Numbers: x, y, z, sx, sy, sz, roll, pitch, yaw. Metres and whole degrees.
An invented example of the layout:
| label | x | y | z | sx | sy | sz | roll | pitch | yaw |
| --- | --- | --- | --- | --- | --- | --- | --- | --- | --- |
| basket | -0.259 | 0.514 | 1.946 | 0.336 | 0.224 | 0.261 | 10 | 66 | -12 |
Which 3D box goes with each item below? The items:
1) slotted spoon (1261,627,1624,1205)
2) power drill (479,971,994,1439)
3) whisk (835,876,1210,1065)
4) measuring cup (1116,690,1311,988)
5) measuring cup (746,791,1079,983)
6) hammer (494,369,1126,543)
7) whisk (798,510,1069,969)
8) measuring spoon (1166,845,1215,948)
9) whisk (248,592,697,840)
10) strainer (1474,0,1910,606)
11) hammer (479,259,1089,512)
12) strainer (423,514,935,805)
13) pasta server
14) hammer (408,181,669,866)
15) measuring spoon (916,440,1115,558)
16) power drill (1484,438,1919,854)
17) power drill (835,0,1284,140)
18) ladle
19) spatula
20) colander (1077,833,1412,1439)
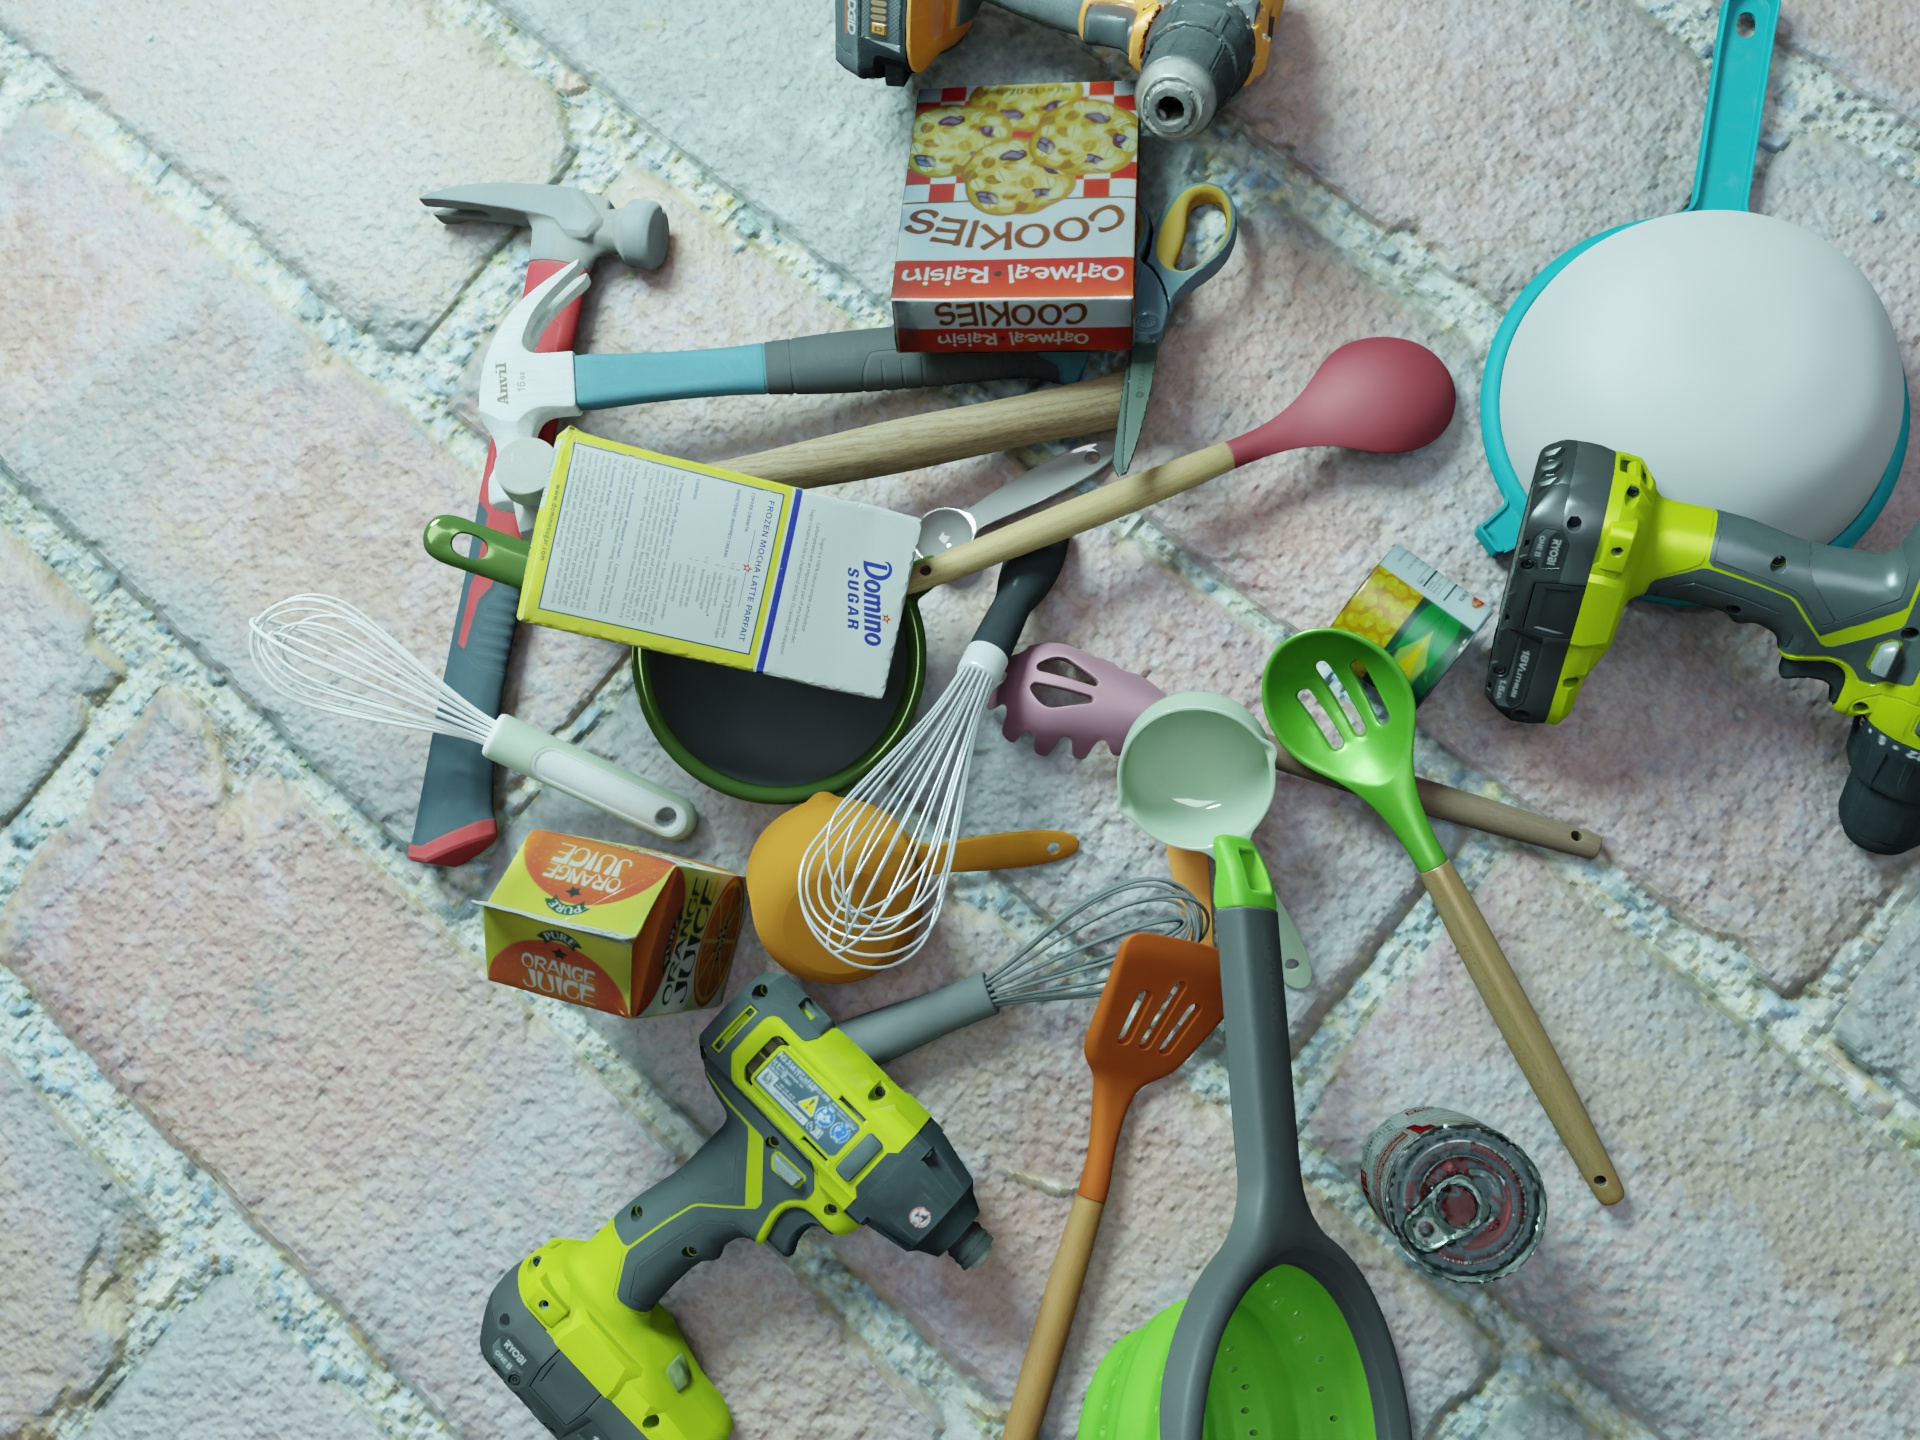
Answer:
| label | x | y | z | sx | sy | sz | roll | pitch | yaw |
| --- | --- | --- | --- | --- | --- | --- | --- | --- | --- |
| slotted spoon | 0.241 | 0.094 | 0.774 | 0.070 | 0.031 | 0.314 | -29 | 88 | 24 |
| power drill | -0.107 | 0.259 | 0.775 | 0.171 | 0.080 | 0.223 | 44 | 93 | 8 |
| whisk | 0.013 | 0.138 | 0.807 | 0.239 | 0.055 | 0.055 | -23 | 79 | 7 |
| measuring cup | 0.137 | 0.060 | 0.796 | 0.083 | 0.038 | 0.167 | -24 | 108 | 18 |
| measuring cup | -0.021 | 0.084 | 0.802 | 0.173 | 0.052 | 0.095 | -7 | 115 | -5 |
| hammer | -0.066 | -0.136 | 0.837 | 0.331 | 0.130 | 0.031 | -13 | 74 | -6 |
| whisk | 0.000 | -0.002 | 0.782 | 0.070 | 0.070 | 0.285 | 20 | 57 | 10 |
| measuring spoon | 0.118 | 0.078 | 0.819 | 0.021 | 0.011 | 0.117 | -8 | 79 | 6 |
| whisk | -0.249 | 0.004 | 0.825 | 0.246 | 0.059 | 0.058 | 27 | 94 | -13 |
| strainer | 0.385 | -0.230 | 0.792 | 0.211 | 0.095 | 0.340 | 10 | 84 | 9 |
| hammer | -0.091 | -0.189 | 0.856 | 0.331 | 0.033 | 0.128 | -5 | 85 | -2 |
| strainer | -0.146 | -0.050 | 0.815 | 0.256 | 0.069 | 0.151 | 19 | 87 | -15 |
| pasta server | 0.167 | 0.020 | 0.815 | 0.316 | 0.040 | 0.060 | 17 | 74 | 5 |
| hammer | -0.267 | -0.113 | 0.887 | 0.143 | 0.038 | 0.386 | 8 | 82 | 10 |
| measuring spoon | 0.031 | -0.118 | 0.863 | 0.124 | 0.018 | 0.034 | -28 | 67 | -5 |
| power drill | 0.371 | -0.034 | 0.742 | 0.228 | 0.190 | 0.080 | 13 | 39 | 16 |
| power drill | 0.049 | -0.367 | 0.829 | 0.226 | 0.084 | 0.185 | 14 | 45 | 9 |
| ladle | 0.114 | -0.128 | 0.820 | 0.315 | 0.031 | 0.069 | -22 | 73 | -5 |
| spatula | 0.061 | 0.261 | 0.781 | 0.081 | 0.041 | 0.322 | 19 | 86 | -25 |
| colander | 0.114 | 0.254 | 0.734 | 0.094 | 0.204 | 0.397 | -14 | 72 | 38 |
